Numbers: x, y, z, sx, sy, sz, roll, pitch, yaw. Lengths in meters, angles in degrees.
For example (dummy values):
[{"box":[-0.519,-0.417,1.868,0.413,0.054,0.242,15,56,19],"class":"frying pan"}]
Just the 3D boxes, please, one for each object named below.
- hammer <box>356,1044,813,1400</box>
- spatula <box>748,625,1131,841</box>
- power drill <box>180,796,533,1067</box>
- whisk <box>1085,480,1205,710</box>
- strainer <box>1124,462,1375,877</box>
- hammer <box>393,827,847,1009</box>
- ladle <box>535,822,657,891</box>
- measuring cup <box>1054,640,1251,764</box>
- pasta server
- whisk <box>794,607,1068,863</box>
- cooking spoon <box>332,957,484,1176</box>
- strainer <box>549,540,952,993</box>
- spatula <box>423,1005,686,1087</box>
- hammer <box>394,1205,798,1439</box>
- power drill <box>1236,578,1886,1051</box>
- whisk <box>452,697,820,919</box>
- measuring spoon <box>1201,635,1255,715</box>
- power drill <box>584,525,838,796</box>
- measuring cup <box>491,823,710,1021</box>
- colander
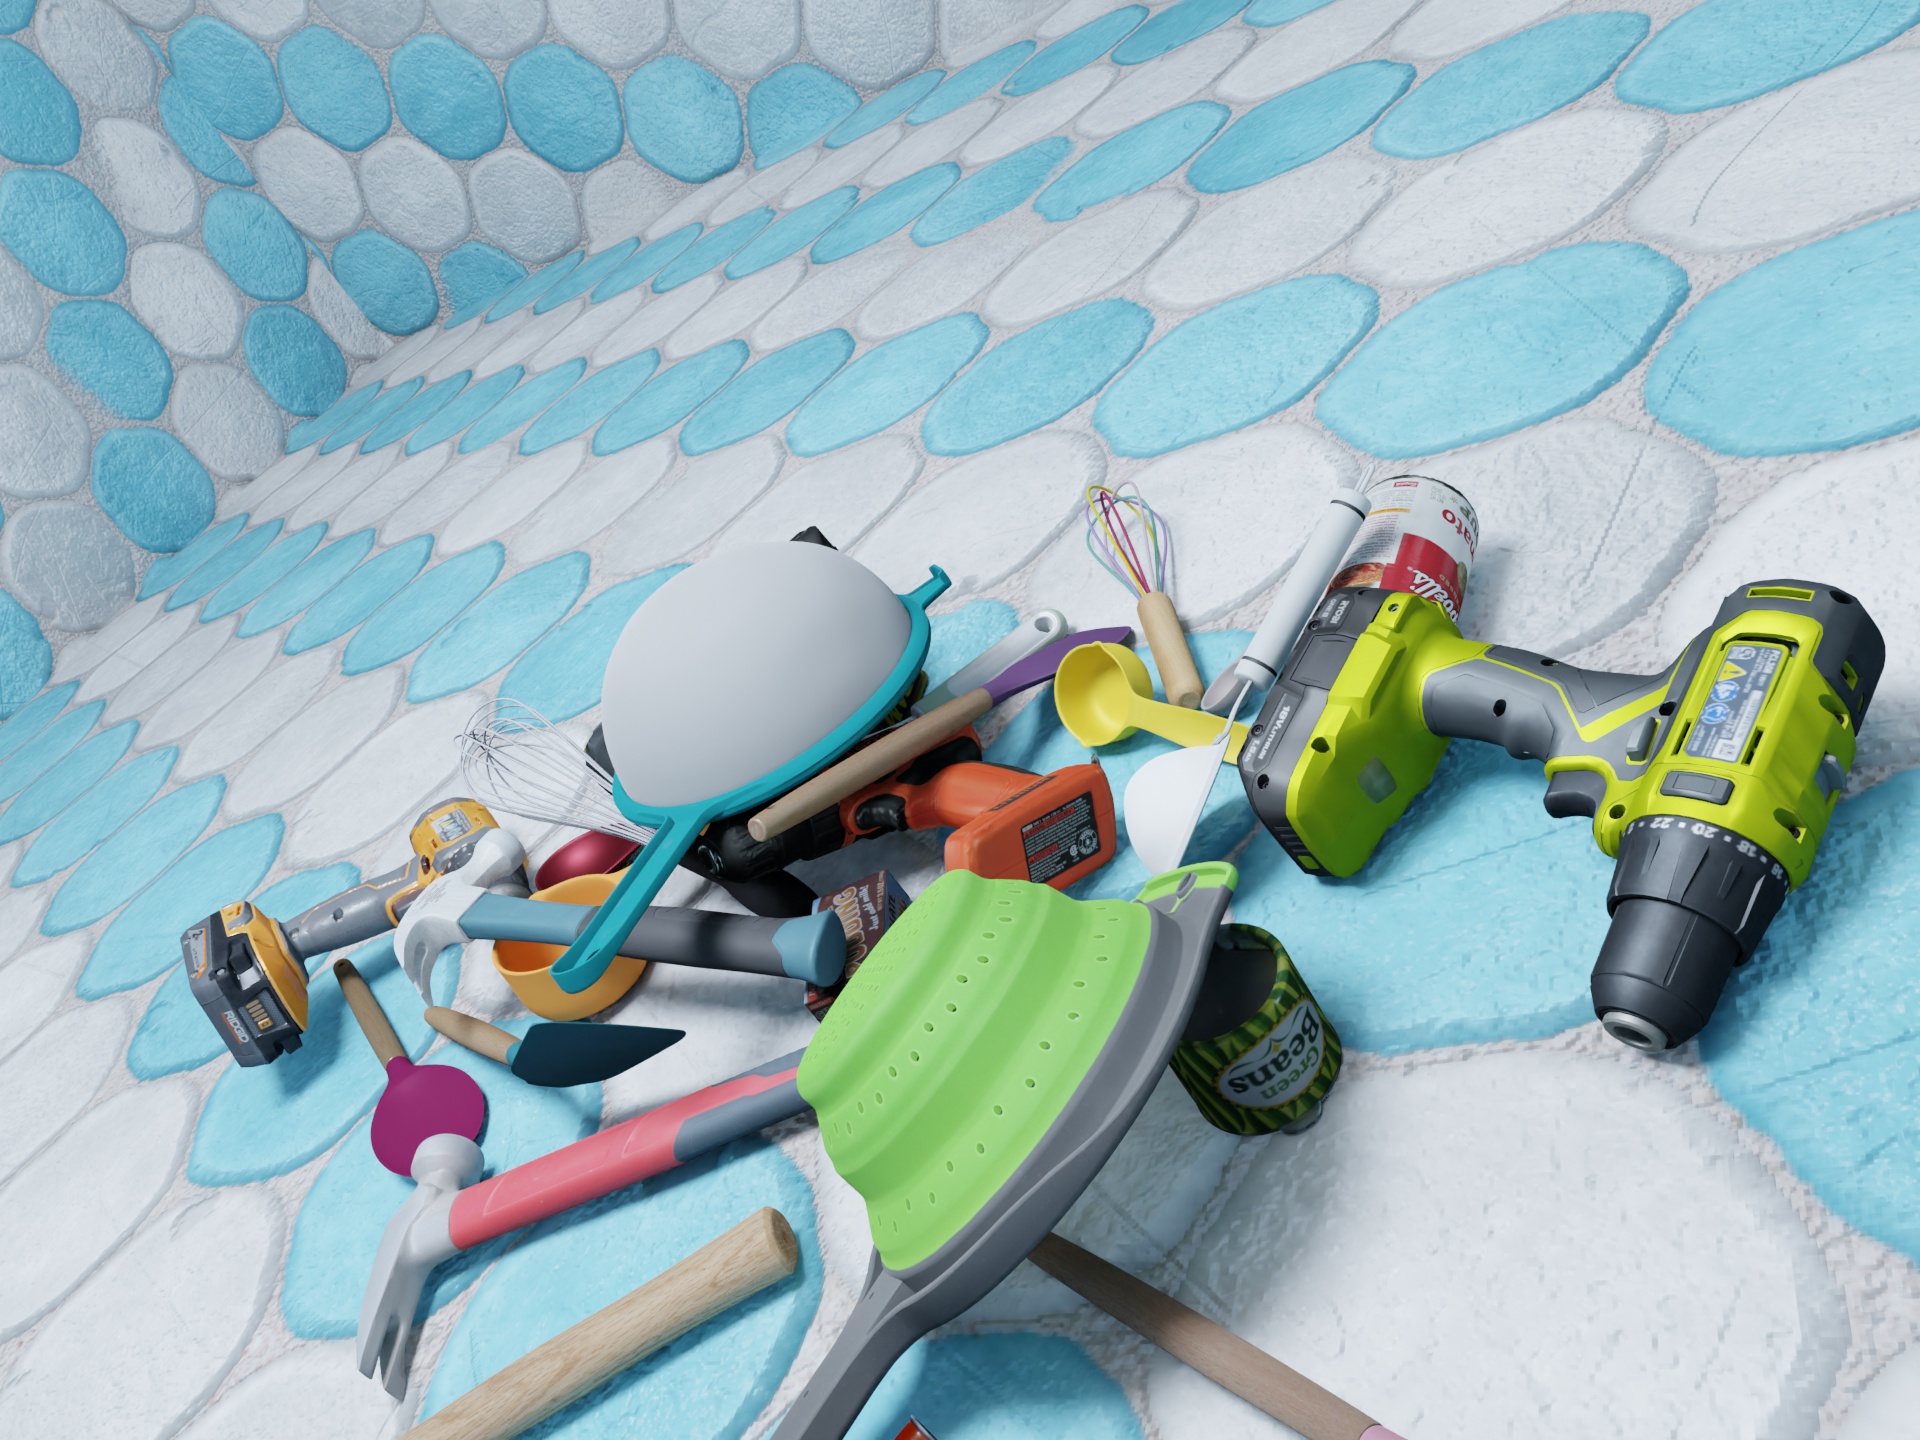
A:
[{"box":[-0.132,0.212,0.789,0.386,0.038,0.143,-25,32,15],"class":"hammer"},{"box":[-0.001,-0.003,0.881,0.060,0.018,0.316,-4,18,42],"class":"spatula"},{"box":[-0.404,0.144,1.094,0.226,0.084,0.185,-29,28,-20],"class":"power drill"},{"box":[0.111,-0.082,0.973,0.051,0.047,0.245,-26,34,12],"class":"whisk"},{"box":[0.137,-0.016,0.771,0.258,0.050,0.087,-59,-6,-7],"class":"strainer"},{"box":[-0.197,0.116,0.897,0.331,0.033,0.128,0,36,35],"class":"hammer"},{"box":[-0.161,0.046,1.020,0.315,0.031,0.069,-29,26,29],"class":"ladle"},{"box":[0.117,-0.002,0.860,0.157,0.062,0.029,21,22,40],"class":"measuring cup"},{"box":[0.119,0.233,0.528,0.060,0.040,0.316,-47,28,-21],"class":"pasta server"},{"box":[-0.029,0.005,0.977,0.246,0.059,0.058,-37,69,-16],"class":"whisk"},{"box":[-0.373,0.216,1.041,0.069,0.017,0.319,-35,29,-19],"class":"cooking spoon"},{"box":[-0.149,-0.003,0.861,0.211,0.095,0.341,-13,30,30],"class":"strainer"},{"box":[-0.261,0.179,0.923,0.317,0.082,0.044,-4,78,56],"class":"spatula"},{"box":[-0.219,0.320,0.724,0.331,0.031,0.130,-32,29,4],"class":"hammer"},{"box":[0.234,0.026,0.657,0.229,0.080,0.191,11,62,48],"class":"power drill"},{"box":[-0.198,0.059,0.962,0.285,0.070,0.070,23,58,23],"class":"whisk"},{"box":[0.176,-0.049,0.862,0.124,0.018,0.034,-50,10,-4],"class":"measuring spoon"},{"box":[-0.168,-0.033,1.123,0.223,0.080,0.171,-42,8,-8],"class":"power drill"},{"box":[-0.201,0.119,0.984,0.173,0.052,0.095,-34,31,-20],"class":"measuring cup"},{"box":[-0.046,0.191,0.613,0.397,0.094,0.204,-54,4,-16],"class":"colander"}]
